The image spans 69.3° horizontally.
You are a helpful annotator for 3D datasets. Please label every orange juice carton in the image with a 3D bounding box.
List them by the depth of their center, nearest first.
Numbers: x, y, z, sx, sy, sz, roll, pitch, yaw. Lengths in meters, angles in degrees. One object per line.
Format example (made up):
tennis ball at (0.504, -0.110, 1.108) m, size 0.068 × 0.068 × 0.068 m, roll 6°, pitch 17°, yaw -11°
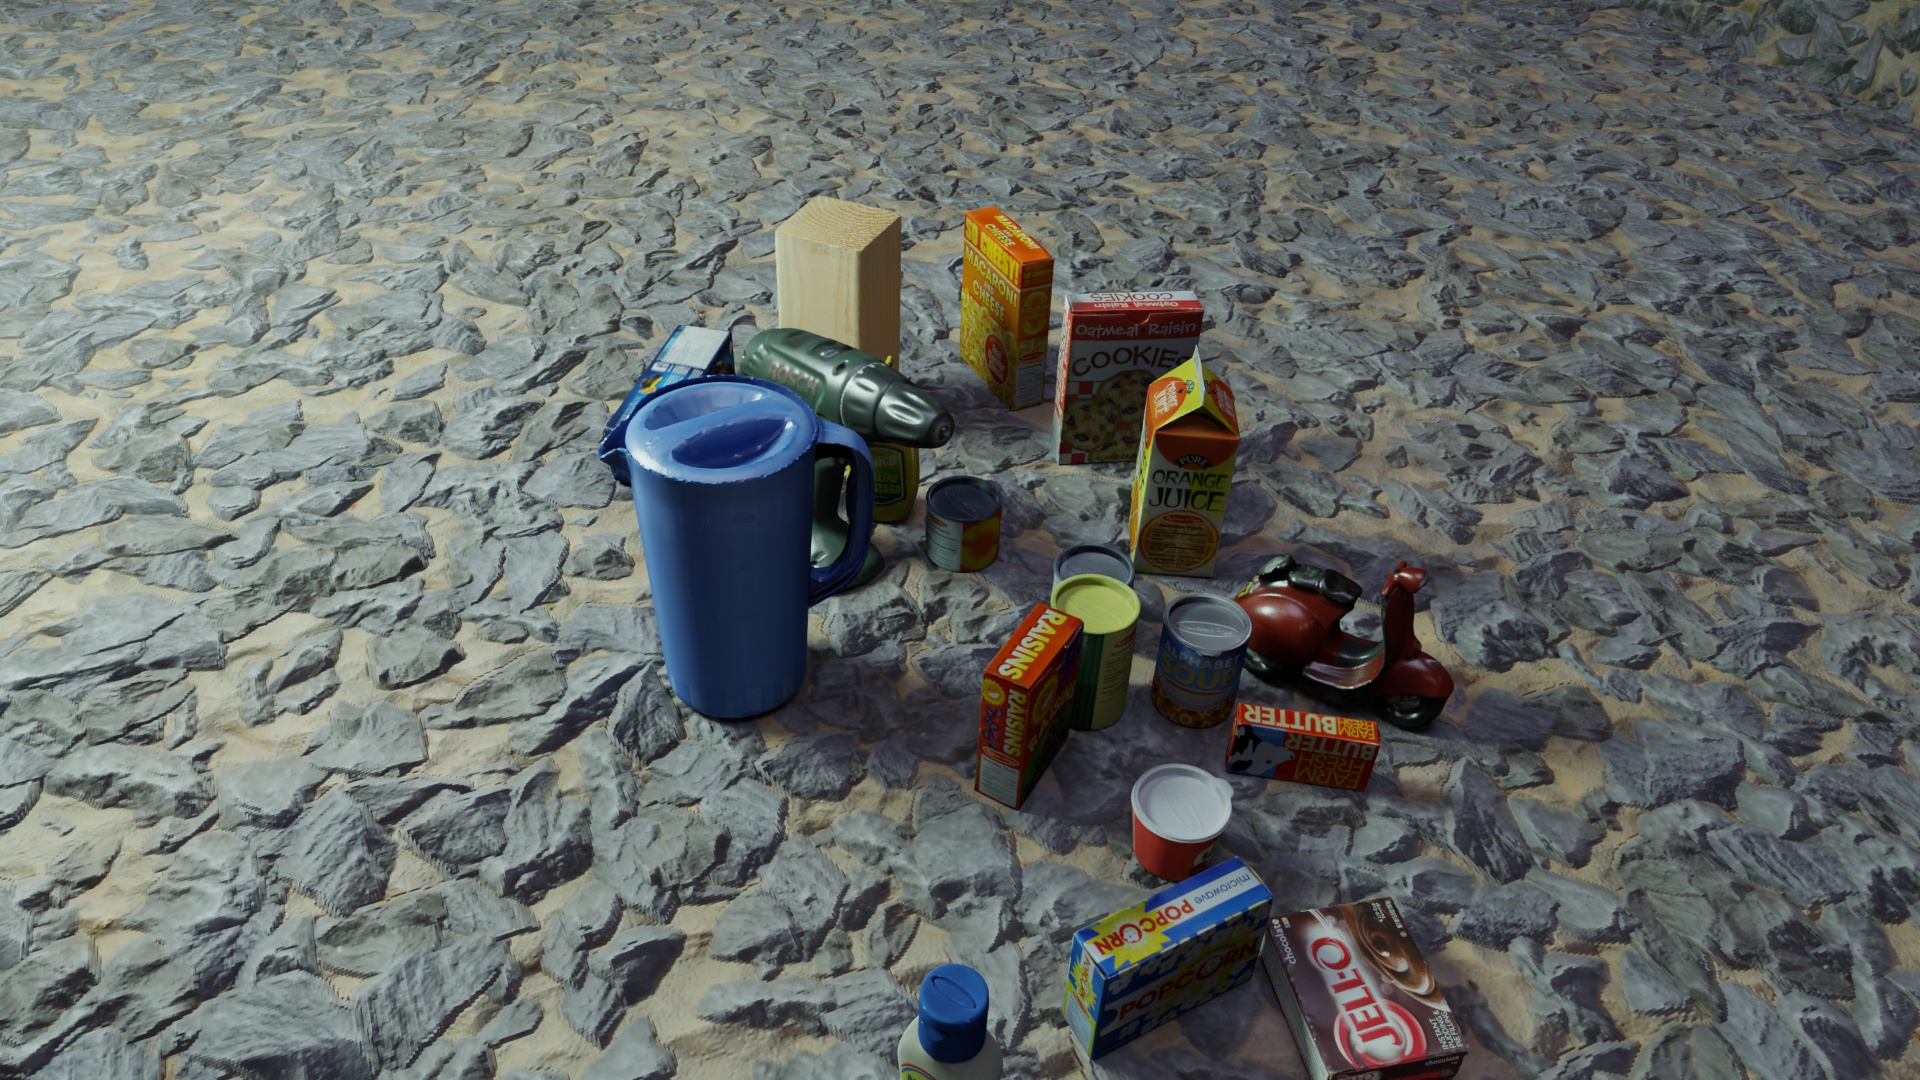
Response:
orange juice carton at (0.189, -0.065, 1.175) m, size 0.073 × 0.191 × 0.072 m, roll 4°, pitch 38°, yaw 1°

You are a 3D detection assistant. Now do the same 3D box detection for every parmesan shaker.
parmesan shaker at (0.095, 0.087, 1.049) m, size 0.071 × 0.102 × 0.072 m, roll 2°, pitch 38°, yaw -1°

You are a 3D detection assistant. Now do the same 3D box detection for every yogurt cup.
yogurt cup at (0.149, 0.196, 0.954) m, size 0.072 × 0.053 × 0.073 m, roll 2°, pitch 38°, yaw -1°

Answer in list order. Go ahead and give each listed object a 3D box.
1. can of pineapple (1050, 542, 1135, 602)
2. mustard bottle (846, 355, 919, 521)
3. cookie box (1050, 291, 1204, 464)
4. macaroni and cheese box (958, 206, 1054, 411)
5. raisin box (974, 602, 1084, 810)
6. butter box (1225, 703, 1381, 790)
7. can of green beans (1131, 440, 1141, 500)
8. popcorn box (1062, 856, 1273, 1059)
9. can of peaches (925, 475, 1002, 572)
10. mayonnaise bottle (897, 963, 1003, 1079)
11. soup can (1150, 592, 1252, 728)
can of pineapple at (0.109, 0.044, 1.140) m, size 0.071 × 0.057 × 0.071 m, roll 2°, pitch 38°, yaw -1°
mustard bottle at (-0.067, -0.090, 1.216) m, size 0.065 × 0.159 × 0.049 m, roll 5°, pitch 38°, yaw 2°
cookie box at (0.154, -0.151, 1.301) m, size 0.123 × 0.166 × 0.040 m, roll -3°, pitch 39°, yaw -8°
macaroni and cheese box at (0.044, -0.234, 1.400) m, size 0.040 × 0.165 × 0.124 m, roll -15°, pitch 42°, yaw -22°
raisin box at (0.049, 0.118, 0.990) m, size 0.040 × 0.122 × 0.086 m, roll 21°, pitch 42°, yaw 22°
butter box at (0.250, 0.152, 1.018) m, size 0.103 × 0.052 × 0.024 m, roll 7°, pitch 38°, yaw 5°
can of green beans at (0.192, -0.058, 1.275) m, size 0.071 × 0.057 × 0.071 m, roll 2°, pitch 38°, yaw -1°
popcorn box at (0.127, 0.255, 0.853) m, size 0.127 × 0.084 × 0.038 m, roll -18°, pitch 43°, yaw -24°
can of peaches at (0.004, -0.015, 1.207) m, size 0.071 × 0.057 × 0.071 m, roll 2°, pitch 38°, yaw -1°
mayonnaise bottle at (-0.007, 0.287, 0.753) m, size 0.065 × 0.147 × 0.041 m, roll 26°, pitch 44°, yaw 27°
soup can at (0.183, 0.094, 1.061) m, size 0.071 × 0.083 × 0.072 m, roll 2°, pitch 38°, yaw -1°
